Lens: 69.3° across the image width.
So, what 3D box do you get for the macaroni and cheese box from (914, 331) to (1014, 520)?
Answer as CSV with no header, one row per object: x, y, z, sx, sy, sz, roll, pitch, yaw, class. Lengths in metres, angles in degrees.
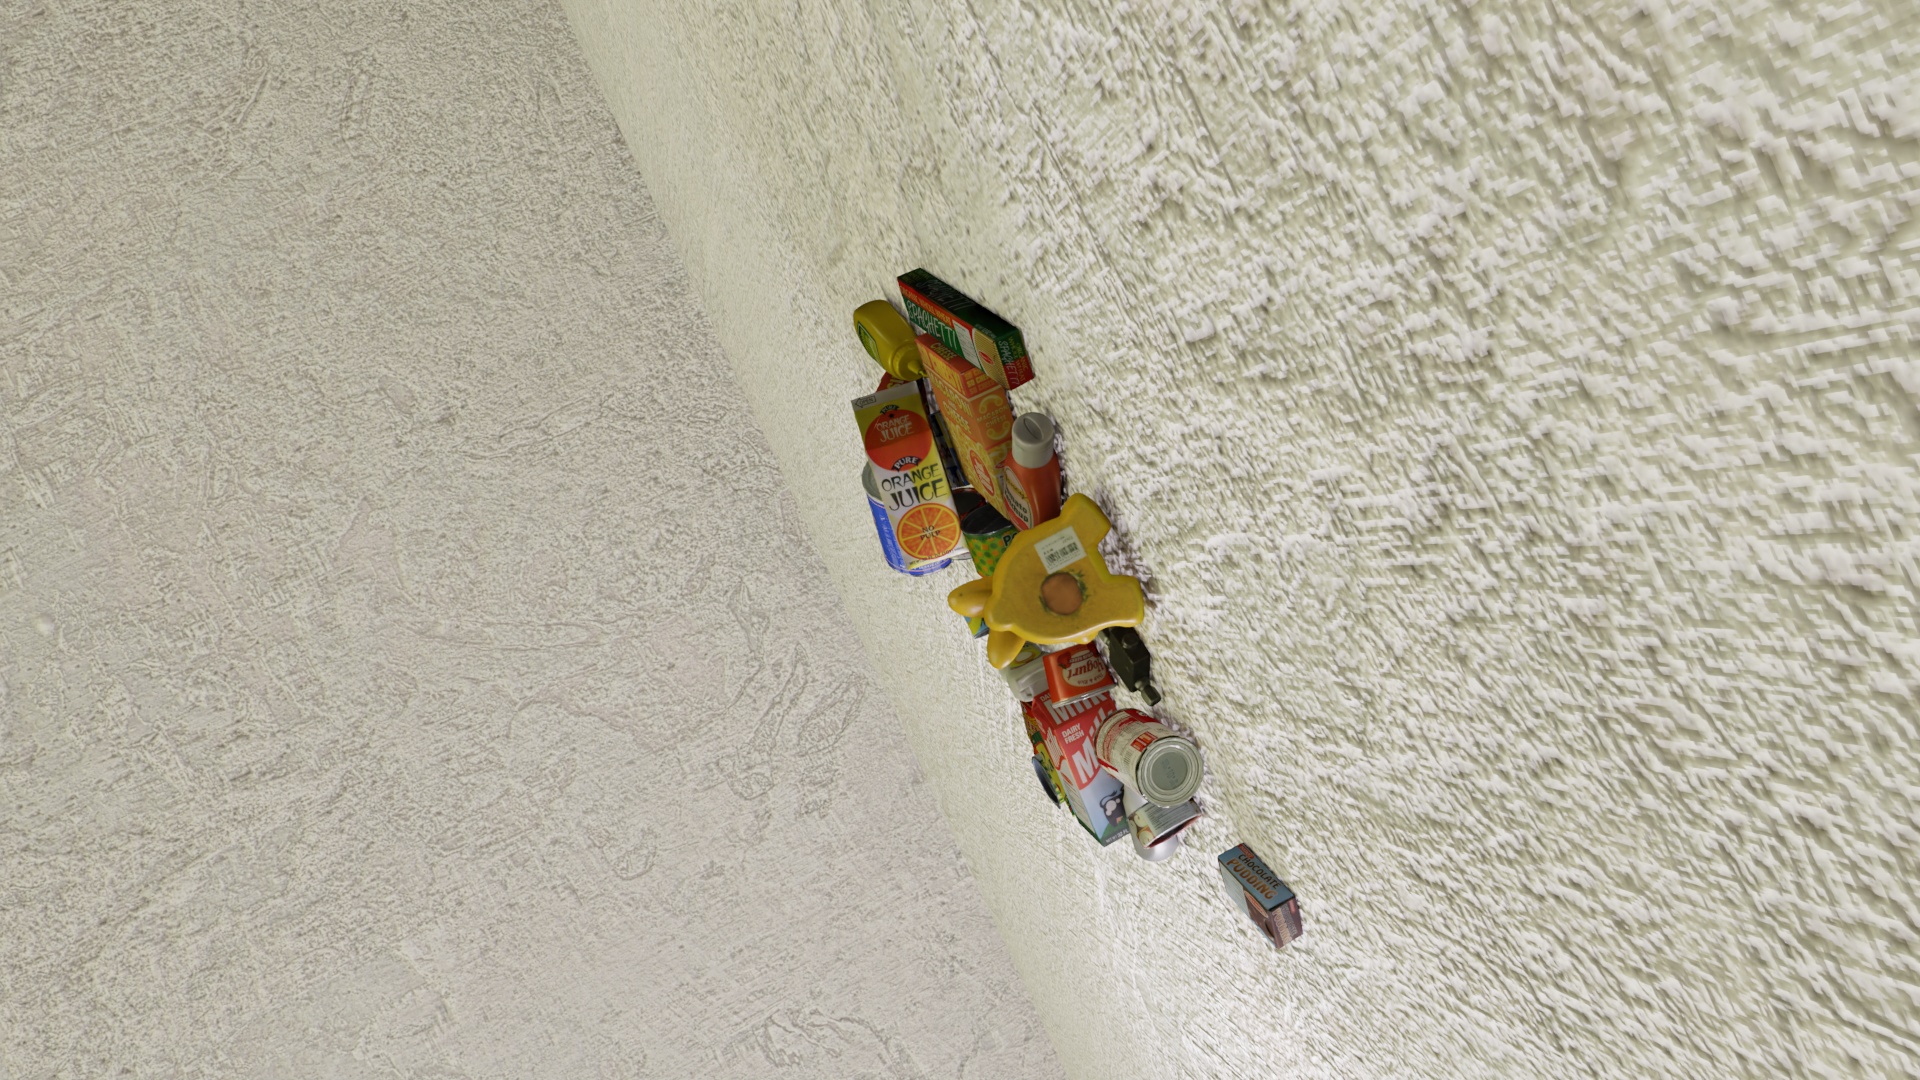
0.017,-0.118,1.363,0.124,0.040,0.165,46,159,57,macaroni and cheese box

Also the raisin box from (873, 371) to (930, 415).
-0.067,-0.133,1.597,0.040,0.086,0.122,11,143,18,raisin box

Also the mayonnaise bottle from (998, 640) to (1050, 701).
0.073,0.145,1.628,0.041,0.065,0.148,66,172,-14,mayonnaise bottle

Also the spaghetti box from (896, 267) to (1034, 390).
-0.001,-0.201,1.290,0.251,0.029,0.050,46,158,58,spaghetti box

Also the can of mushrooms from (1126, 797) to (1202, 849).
0.194,0.264,1.323,0.033,0.071,0.070,58,167,21,can of mushrooms

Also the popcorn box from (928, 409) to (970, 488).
-0.009,-0.102,1.515,0.085,0.038,0.126,66,169,-6,popcorn box

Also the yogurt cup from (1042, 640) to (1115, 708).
0.117,0.134,1.402,0.072,0.072,0.054,128,124,-77,yogurt cup

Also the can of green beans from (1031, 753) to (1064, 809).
0.127,0.277,1.675,0.071,0.058,0.071,60,167,23,can of green beans

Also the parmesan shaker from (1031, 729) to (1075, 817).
0.133,0.253,1.581,0.103,0.071,0.071,62,168,15,parmesan shaker

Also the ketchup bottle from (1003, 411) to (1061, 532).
0.065,-0.061,1.260,0.065,0.043,0.148,54,165,26,ketchup bottle

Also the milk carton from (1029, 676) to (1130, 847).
0.136,0.220,1.475,0.190,0.072,0.073,67,168,-17,milk carton

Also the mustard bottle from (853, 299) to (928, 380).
-0.070,-0.213,1.526,0.161,0.049,0.065,50,163,52,mustard bottle

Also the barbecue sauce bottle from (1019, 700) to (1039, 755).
0.102,0.224,1.711,0.065,0.044,0.147,55,165,39,barbecue sauce bottle

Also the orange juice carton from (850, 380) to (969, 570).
-0.053,-0.073,1.453,0.073,0.072,0.191,-106,-2,-60,orange juice carton

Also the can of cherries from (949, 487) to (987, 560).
0.006,-0.020,1.570,0.071,0.071,0.058,45,157,58,can of cherries

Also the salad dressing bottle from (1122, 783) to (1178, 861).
0.188,0.262,1.409,0.064,0.044,0.147,-128,17,-52,salad dressing bottle

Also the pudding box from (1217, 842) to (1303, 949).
0.261,0.310,1.212,0.084,0.030,0.049,45,157,58,pudding box

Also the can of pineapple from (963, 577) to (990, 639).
0.033,0.076,1.642,0.058,0.071,0.071,63,168,10,can of pineapple

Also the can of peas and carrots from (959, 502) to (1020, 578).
0.041,0.000,1.447,0.071,0.071,0.058,44,157,60,can of peas and carrots
